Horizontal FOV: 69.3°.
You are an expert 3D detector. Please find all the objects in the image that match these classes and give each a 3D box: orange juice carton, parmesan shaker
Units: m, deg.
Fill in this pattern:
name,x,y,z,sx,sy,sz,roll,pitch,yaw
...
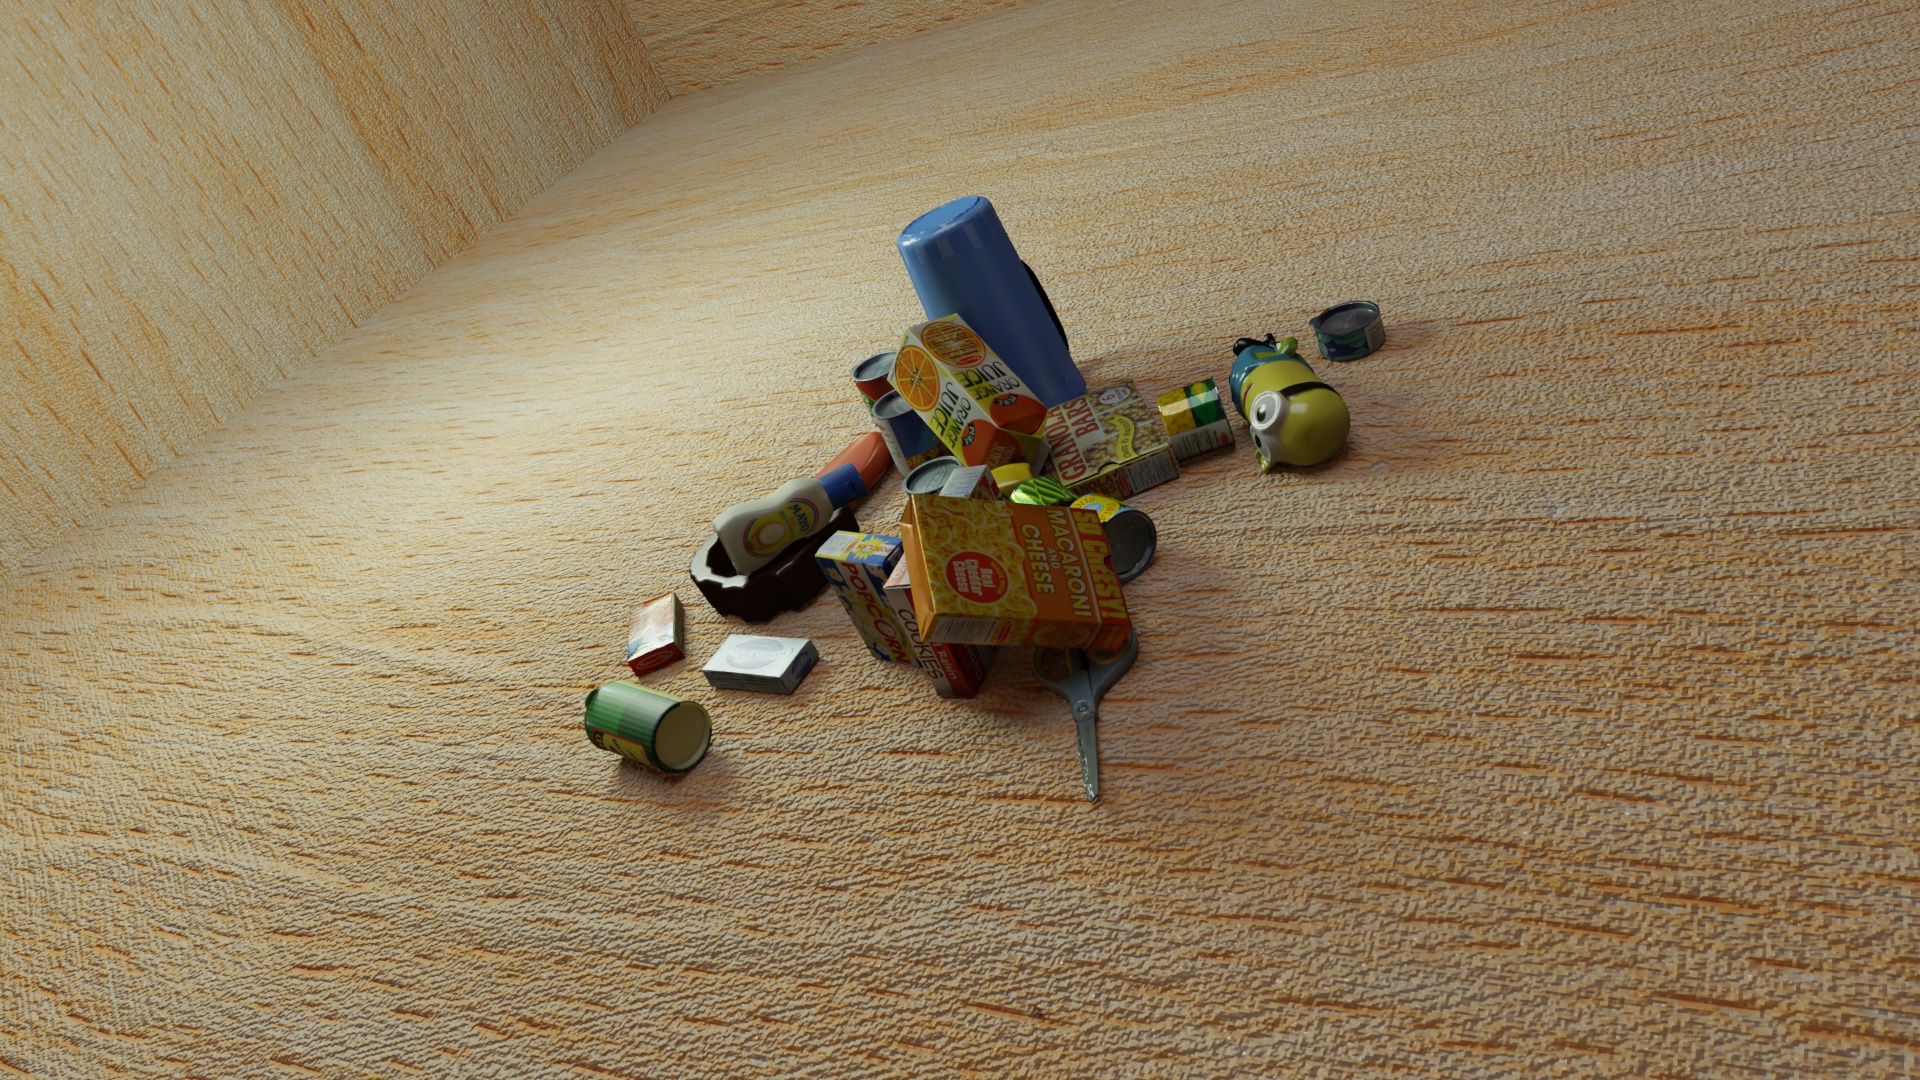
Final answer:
name,x,y,z,sx,sy,sz,roll,pitch,yaw
orange juice carton,0.018,-0.132,1.375,0.073,0.071,0.193,-23,61,-38
parmesan shaker,-0.281,0.165,1.240,0.103,0.071,0.071,8,43,42

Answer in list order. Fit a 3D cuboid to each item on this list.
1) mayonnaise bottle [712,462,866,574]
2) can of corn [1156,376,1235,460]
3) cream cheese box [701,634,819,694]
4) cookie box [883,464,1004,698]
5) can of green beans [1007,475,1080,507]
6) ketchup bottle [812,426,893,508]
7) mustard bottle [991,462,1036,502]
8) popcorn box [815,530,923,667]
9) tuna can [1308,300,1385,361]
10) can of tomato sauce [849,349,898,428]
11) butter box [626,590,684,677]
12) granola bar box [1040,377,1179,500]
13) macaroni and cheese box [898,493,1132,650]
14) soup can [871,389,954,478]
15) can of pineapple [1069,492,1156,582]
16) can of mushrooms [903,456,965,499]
name,x,y,z,sx,sy,sz,roll,pitch,yaw
mayonnaise bottle,-0.164,-0.027,1.358,0.148,0.064,0.041,-29,29,-11
can of corn,0.224,-0.118,1.331,0.058,0.071,0.071,-19,31,11
cream cheese box,-0.187,0.115,1.298,0.104,0.024,0.054,0,39,36
cookie box,0.004,0.034,1.193,0.040,0.122,0.168,-6,35,30
can of green beans,0.083,-0.019,1.277,0.071,0.071,0.058,-30,31,-10
ketchup bottle,-0.109,-0.086,1.538,0.064,0.043,0.149,7,42,41
mustard bottle,0.005,-0.017,1.336,0.160,0.065,0.049,-26,30,10
popcorn box,-0.062,0.052,1.209,0.085,0.126,0.038,6,44,41
tuna can,0.388,-0.210,1.394,0.071,0.032,0.071,-18,31,11
can of tomato sauce,-0.081,-0.168,1.608,0.071,0.082,0.071,-18,31,11
butter box,-0.311,0.094,1.418,0.053,0.024,0.104,-23,31,1
granola bar box,0.136,-0.094,1.383,0.124,0.039,0.166,-22,30,5
macaroni and cheese box,0.043,0.025,1.108,0.167,0.040,0.124,4,48,-20
soup can,-0.048,-0.118,1.506,0.071,0.083,0.072,-18,31,11
can of pineapple,0.128,-0.005,1.219,0.071,0.070,0.058,-34,31,-16
can of mushrooms,-0.021,-0.055,1.439,0.071,0.033,0.071,-18,30,11
